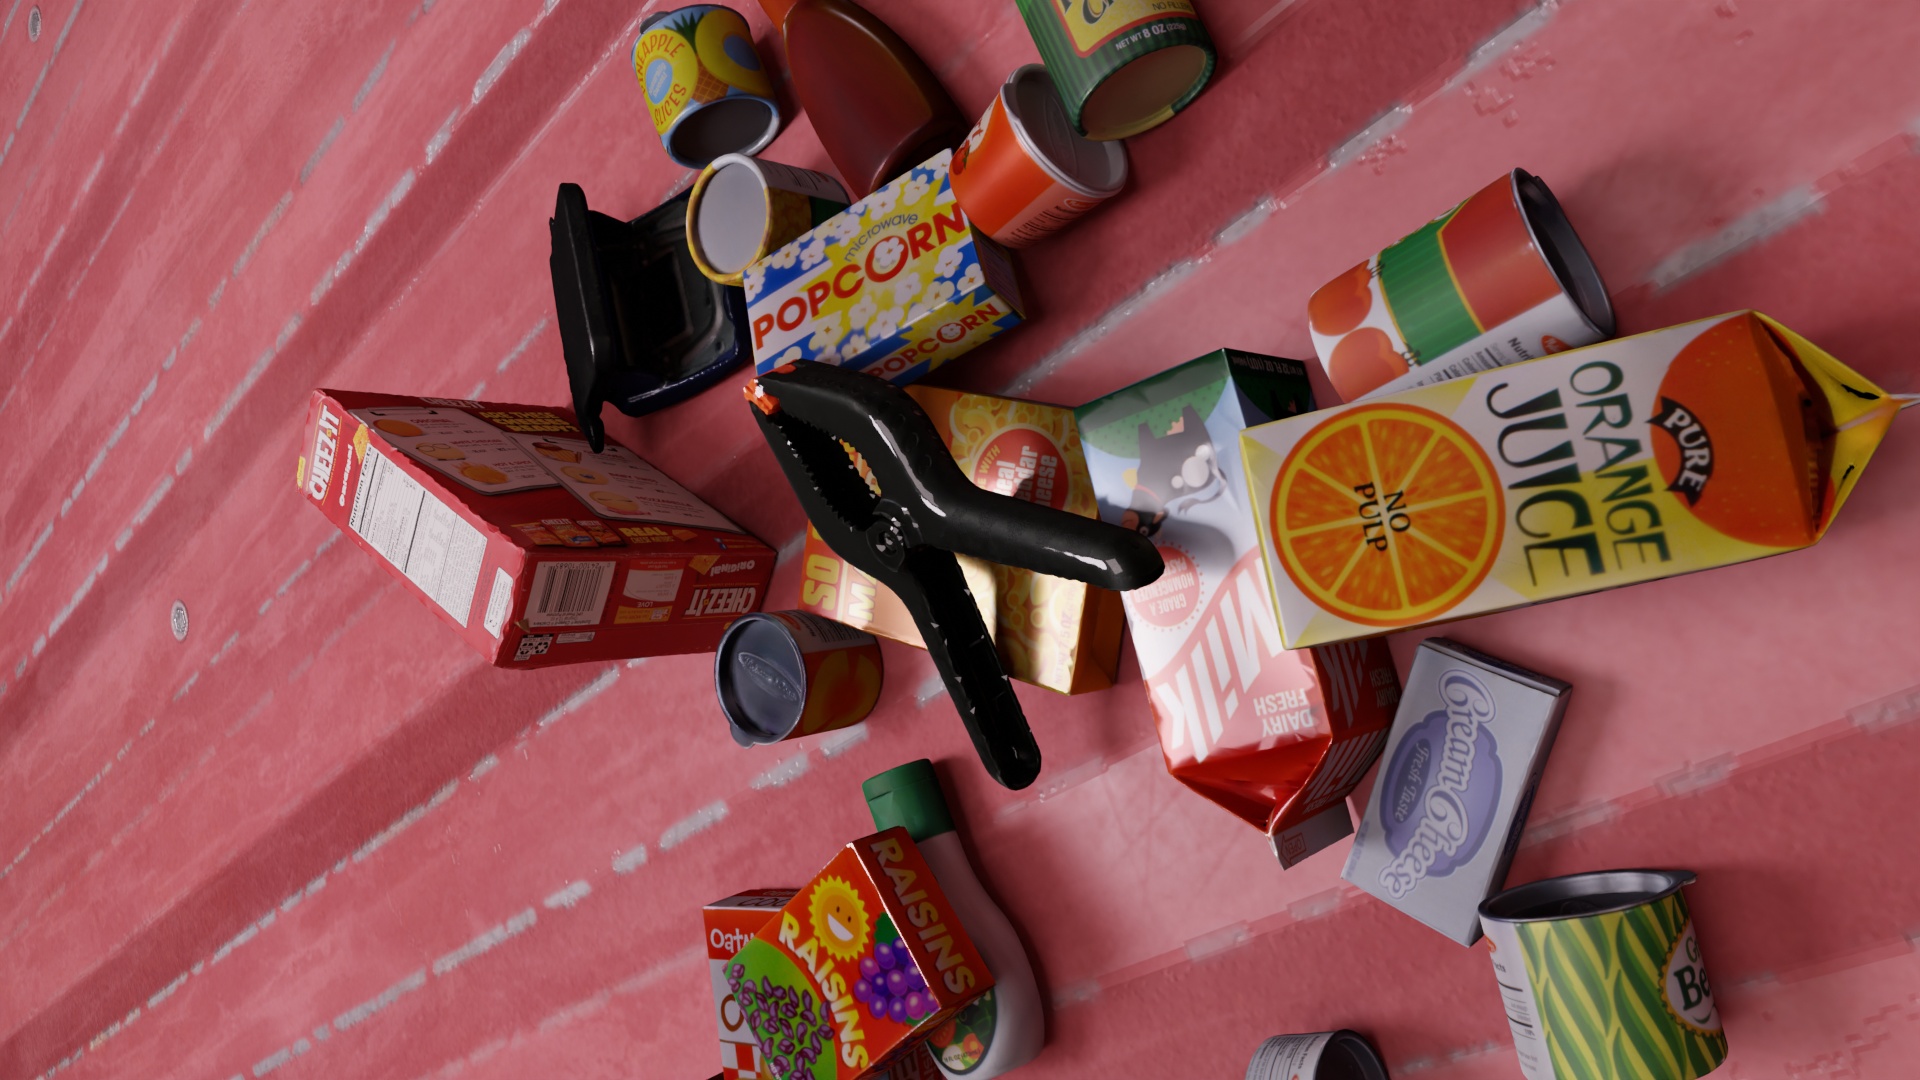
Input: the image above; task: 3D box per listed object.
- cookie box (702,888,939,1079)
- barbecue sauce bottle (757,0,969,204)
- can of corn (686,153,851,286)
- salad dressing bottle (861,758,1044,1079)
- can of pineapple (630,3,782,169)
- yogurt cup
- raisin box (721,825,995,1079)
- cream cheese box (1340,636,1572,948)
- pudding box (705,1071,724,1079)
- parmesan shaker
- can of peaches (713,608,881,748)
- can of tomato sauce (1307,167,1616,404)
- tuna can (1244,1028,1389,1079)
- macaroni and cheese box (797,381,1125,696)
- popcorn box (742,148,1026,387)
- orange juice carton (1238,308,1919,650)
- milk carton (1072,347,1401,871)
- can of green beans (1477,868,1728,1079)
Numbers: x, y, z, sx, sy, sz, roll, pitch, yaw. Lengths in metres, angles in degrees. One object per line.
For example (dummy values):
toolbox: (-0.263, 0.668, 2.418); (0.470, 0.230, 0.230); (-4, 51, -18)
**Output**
cookie box: (-0.070, 0.268, 0.720); (0.122, 0.040, 0.167); (-11, 86, 38)
barbecue sauce bottle: (-0.056, -0.234, 0.689); (0.064, 0.044, 0.149); (-46, 64, 30)
can of corn: (-0.099, -0.159, 0.716); (0.071, 0.058, 0.071); (2, 92, 39)
salad dressing bottle: (-0.007, 0.180, 0.664); (0.064, 0.044, 0.148); (-31, 72, 36)
can of pineapple: (-0.136, -0.239, 0.735); (0.070, 0.071, 0.058); (-32, 73, 35)
yogurt cup: (0.032, -0.165, 0.610); (0.053, 0.072, 0.072); (-36, 70, 42)
raisin box: (-0.050, 0.203, 0.647); (0.123, 0.040, 0.086); (-49, 62, 32)
cream cheese box: (0.185, 0.093, 0.521); (0.053, 0.024, 0.103); (23, 106, 35)
pudding box: (-0.155, 0.340, 0.783); (0.030, 0.050, 0.083); (47, 119, 25)
parmesan shaker: (0.061, -0.231, 0.584); (0.071, 0.071, 0.103); (-33, 72, 35)
can of peaches: (-0.084, 0.070, 0.712); (0.071, 0.058, 0.071); (2, 94, 38)
can of tomato sauce: (0.176, -0.083, 0.495); (0.083, 0.071, 0.071); (-30, 73, 36)
tuna can: (0.141, 0.226, 0.536); (0.032, 0.071, 0.071); (-20, 79, 38)
macaroni and cheese box: (0.002, -0.008, 0.652); (0.166, 0.040, 0.123); (14, 99, 37)
popcorn box: (-0.039, -0.115, 0.651); (0.126, 0.038, 0.085); (-26, 57, 21)
orange juice carton: (0.192, -0.019, 0.439); (0.192, 0.072, 0.073); (-13, 82, 15)
milk carton: (0.114, 0.027, 0.544); (0.073, 0.072, 0.190); (-21, 79, 37)
can of green beans: (0.217, 0.148, 0.471); (0.071, 0.071, 0.058); (-19, 81, 38)
